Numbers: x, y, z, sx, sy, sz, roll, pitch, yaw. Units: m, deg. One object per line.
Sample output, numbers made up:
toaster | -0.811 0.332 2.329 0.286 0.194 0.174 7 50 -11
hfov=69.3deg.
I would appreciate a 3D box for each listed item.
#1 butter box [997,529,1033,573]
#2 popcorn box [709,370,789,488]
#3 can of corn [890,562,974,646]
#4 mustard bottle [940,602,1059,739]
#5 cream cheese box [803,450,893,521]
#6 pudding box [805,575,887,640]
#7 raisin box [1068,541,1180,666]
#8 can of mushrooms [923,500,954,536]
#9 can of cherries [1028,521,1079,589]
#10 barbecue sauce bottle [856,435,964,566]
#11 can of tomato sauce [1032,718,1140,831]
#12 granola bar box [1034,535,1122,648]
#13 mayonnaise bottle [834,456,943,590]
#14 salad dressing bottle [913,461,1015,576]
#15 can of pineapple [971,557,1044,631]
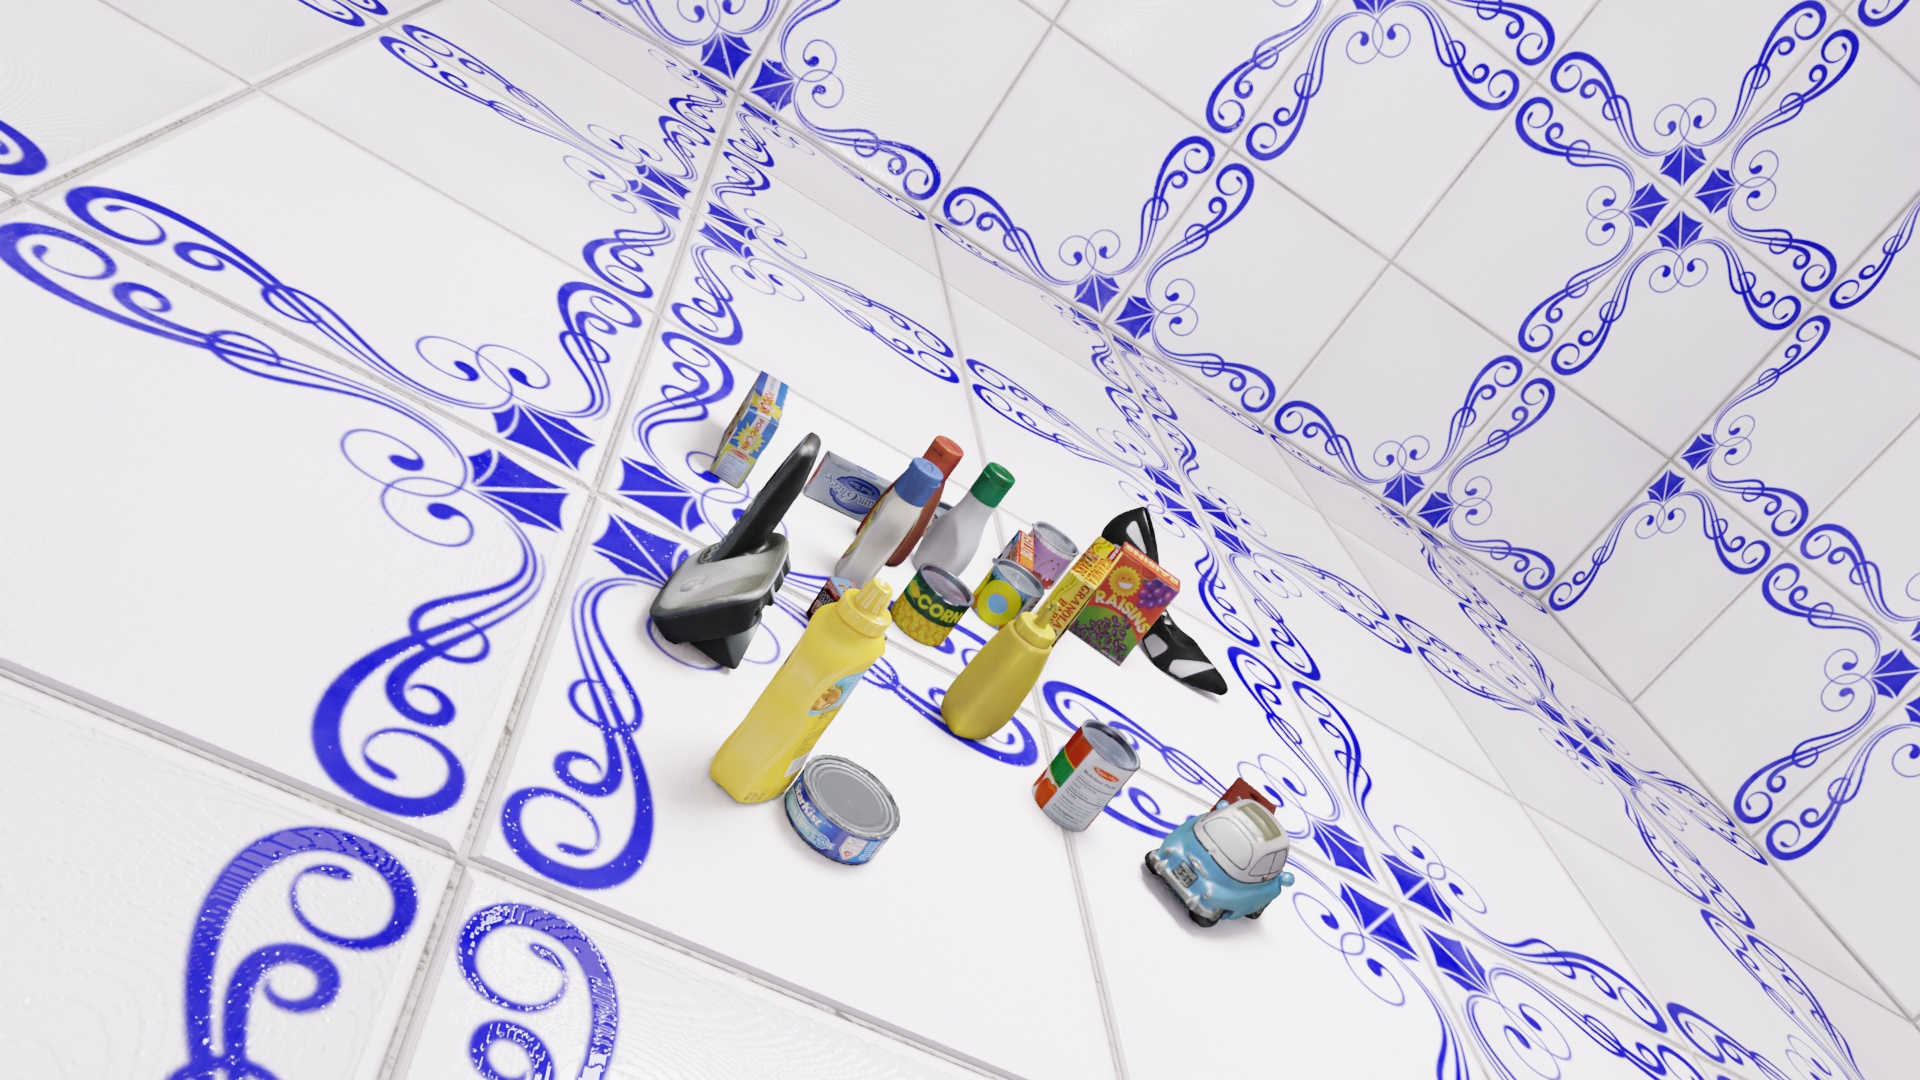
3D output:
butter box | 0.064 0.030 1.651 0.024 0.053 0.104 33 21 -10
popcorn box | -0.223 -0.120 1.482 0.038 0.085 0.127 31 21 -15
can of corn | -0.029 0.067 1.419 0.071 0.058 0.071 31 21 -13
mustard bottle | 0.045 0.115 1.288 0.065 0.159 0.049 16 28 -44
cream cheese box | -0.118 -0.055 1.551 0.104 0.053 0.024 26 23 -25
pudding box | -0.106 0.078 1.288 0.030 0.049 0.084 16 28 -43
raisin box | 0.192 0.075 1.655 0.086 0.123 0.040 36 20 0
can of mushrooms | -0.018 -0.015 1.649 0.071 0.033 0.071 31 21 -13
can of cherries | 0.103 0.017 1.732 0.071 0.058 0.072 31 21 -13
barbecue sauce bottle | -0.051 -0.046 1.501 0.065 0.148 0.044 46 22 24
can of tomato sauce | 0.116 0.217 1.287 0.071 0.082 0.071 31 21 -13
granola bar box | 0.119 0.069 1.552 0.039 0.123 0.166 38 20 5
mayonnaise bottle | -0.072 -0.017 1.406 0.041 0.147 0.065 33 20 -8
salad dressing bottle | 0.005 -0.019 1.533 0.044 0.147 0.064 15 29 -45
can of pineapple | 0.050 0.061 1.557 0.071 0.057 0.071 31 21 -13
